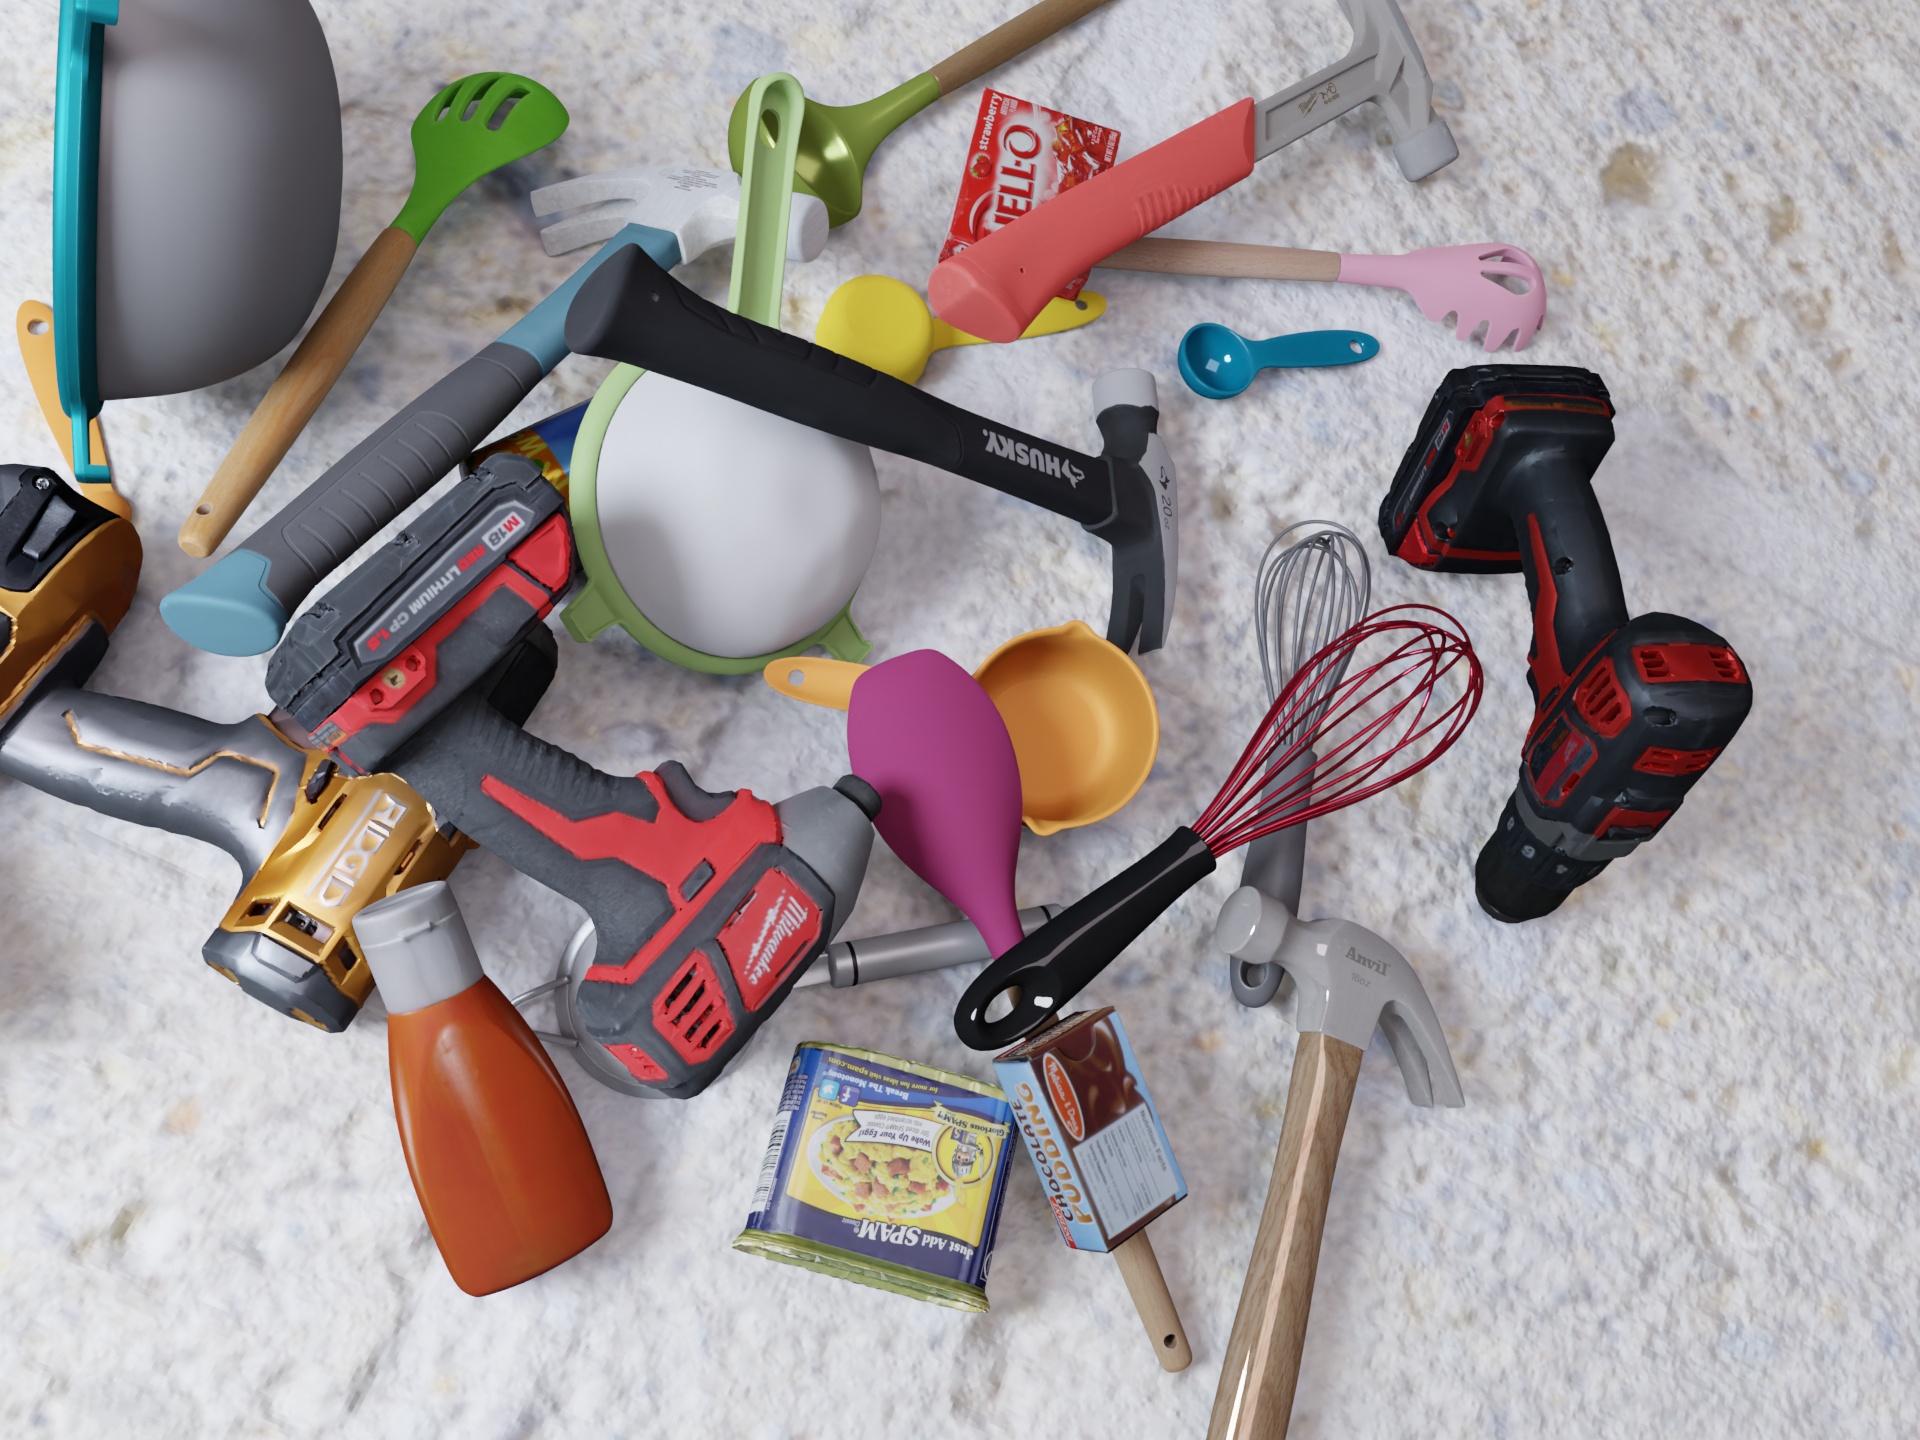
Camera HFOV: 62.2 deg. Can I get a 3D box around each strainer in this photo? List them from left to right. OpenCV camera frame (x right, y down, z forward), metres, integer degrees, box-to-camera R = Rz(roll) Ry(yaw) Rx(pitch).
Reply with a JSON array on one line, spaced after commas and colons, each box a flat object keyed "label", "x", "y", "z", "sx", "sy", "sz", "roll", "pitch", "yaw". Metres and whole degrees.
[{"label": "strainer", "x": -0.307, "y": -0.260, "z": 0.656, "sx": 0.095, "sy": 0.211, "sz": 0.341, "roll": 4, "pitch": 41, "yaw": -25}, {"label": "strainer", "x": -0.075, "y": -0.145, "z": 0.663, "sx": 0.151, "sy": 0.069, "sz": 0.256, "roll": 5, "pitch": 92, "yaw": -40}, {"label": "strainer", "x": -0.058, "y": 0.103, "z": 0.668, "sx": 0.258, "sy": 0.050, "sz": 0.087, "roll": -8, "pitch": 90, "yaw": -19}]

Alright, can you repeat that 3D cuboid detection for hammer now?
[{"label": "hammer", "x": -0.193, "y": -0.142, "z": 0.663, "sx": 0.128, "sy": 0.033, "sz": 0.331, "roll": 19, "pitch": 52, "yaw": 22}, {"label": "hammer", "x": -0.016, "y": -0.117, "z": 0.659, "sx": 0.334, "sy": 0.035, "sz": 0.146, "roll": 11, "pitch": 70, "yaw": -47}, {"label": "hammer", "x": 0.116, "y": -0.287, "z": 0.793, "sx": 0.359, "sy": 0.037, "sz": 0.149, "roll": -36, "pitch": 100, "yaw": -30}, {"label": "hammer", "x": 0.132, "y": 0.245, "z": 0.660, "sx": 0.130, "sy": 0.031, "sz": 0.331, "roll": 24, "pitch": 71, "yaw": -21}]

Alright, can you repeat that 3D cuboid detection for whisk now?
[{"label": "whisk", "x": 0.115, "y": 0.043, "z": 0.673, "sx": 0.296, "sy": 0.073, "sz": 0.073, "roll": -36, "pitch": 84, "yaw": -17}, {"label": "whisk", "x": 0.152, "y": 0.016, "z": 0.746, "sx": 0.055, "sy": 0.055, "sz": 0.239, "roll": 15, "pitch": 74, "yaw": -9}]

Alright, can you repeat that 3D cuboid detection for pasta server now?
[{"label": "pasta server", "x": 0.171, "y": -0.238, "z": 0.844, "sx": 0.316, "sy": 0.040, "sz": 0.060, "roll": 1, "pitch": 72, "yaw": -9}]

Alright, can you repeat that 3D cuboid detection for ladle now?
[{"label": "ladle", "x": 0.009, "y": -0.345, "z": 0.823, "sx": 0.320, "sy": 0.062, "sz": 0.078, "roll": -39, "pitch": 101, "yaw": -25}]

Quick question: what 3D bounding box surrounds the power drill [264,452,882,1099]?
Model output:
[{"label": "power drill", "x": -0.131, "y": 0.018, "z": 0.589, "sx": 0.219, "sy": 0.078, "sz": 0.143, "roll": 49, "pitch": 63, "yaw": -14}]

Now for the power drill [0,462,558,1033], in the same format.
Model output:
[{"label": "power drill", "x": -0.289, "y": -0.009, "z": 0.628, "sx": 0.226, "sy": 0.084, "sz": 0.185, "roll": 32, "pitch": 65, "yaw": -6}]

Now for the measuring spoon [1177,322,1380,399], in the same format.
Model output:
[{"label": "measuring spoon", "x": 0.166, "y": -0.188, "z": 0.834, "sx": 0.128, "sy": 0.021, "sz": 0.042, "roll": -11, "pitch": 75, "yaw": -26}]

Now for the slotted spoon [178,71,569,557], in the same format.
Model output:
[{"label": "slotted spoon", "x": -0.250, "y": -0.189, "z": 0.682, "sx": 0.070, "sy": 0.031, "sz": 0.314, "roll": 11, "pitch": 56, "yaw": 9}]

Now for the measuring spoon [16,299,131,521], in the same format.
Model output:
[{"label": "measuring spoon", "x": -0.381, "y": -0.132, "z": 0.679, "sx": 0.021, "sy": 0.011, "sz": 0.117, "roll": -21, "pitch": 78, "yaw": -19}]

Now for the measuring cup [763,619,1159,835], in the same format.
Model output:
[{"label": "measuring cup", "x": -0.001, "y": -0.002, "z": 0.707, "sx": 0.173, "sy": 0.052, "sz": 0.095, "roll": 11, "pitch": 82, "yaw": -4}]

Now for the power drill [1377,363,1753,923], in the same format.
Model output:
[{"label": "power drill", "x": 0.266, "y": -0.033, "z": 0.739, "sx": 0.080, "sy": 0.187, "sz": 0.227, "roll": 0, "pitch": 54, "yaw": -9}]

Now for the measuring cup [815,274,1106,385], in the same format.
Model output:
[{"label": "measuring cup", "x": 0.005, "y": -0.201, "z": 0.787, "sx": 0.156, "sy": 0.029, "sz": 0.062, "roll": -14, "pitch": 76, "yaw": -17}]

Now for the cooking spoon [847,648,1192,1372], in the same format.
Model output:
[{"label": "cooking spoon", "x": 0.031, "y": 0.121, "z": 0.665, "sx": 0.069, "sy": 0.017, "sz": 0.319, "roll": -22, "pitch": 89, "yaw": -6}]
